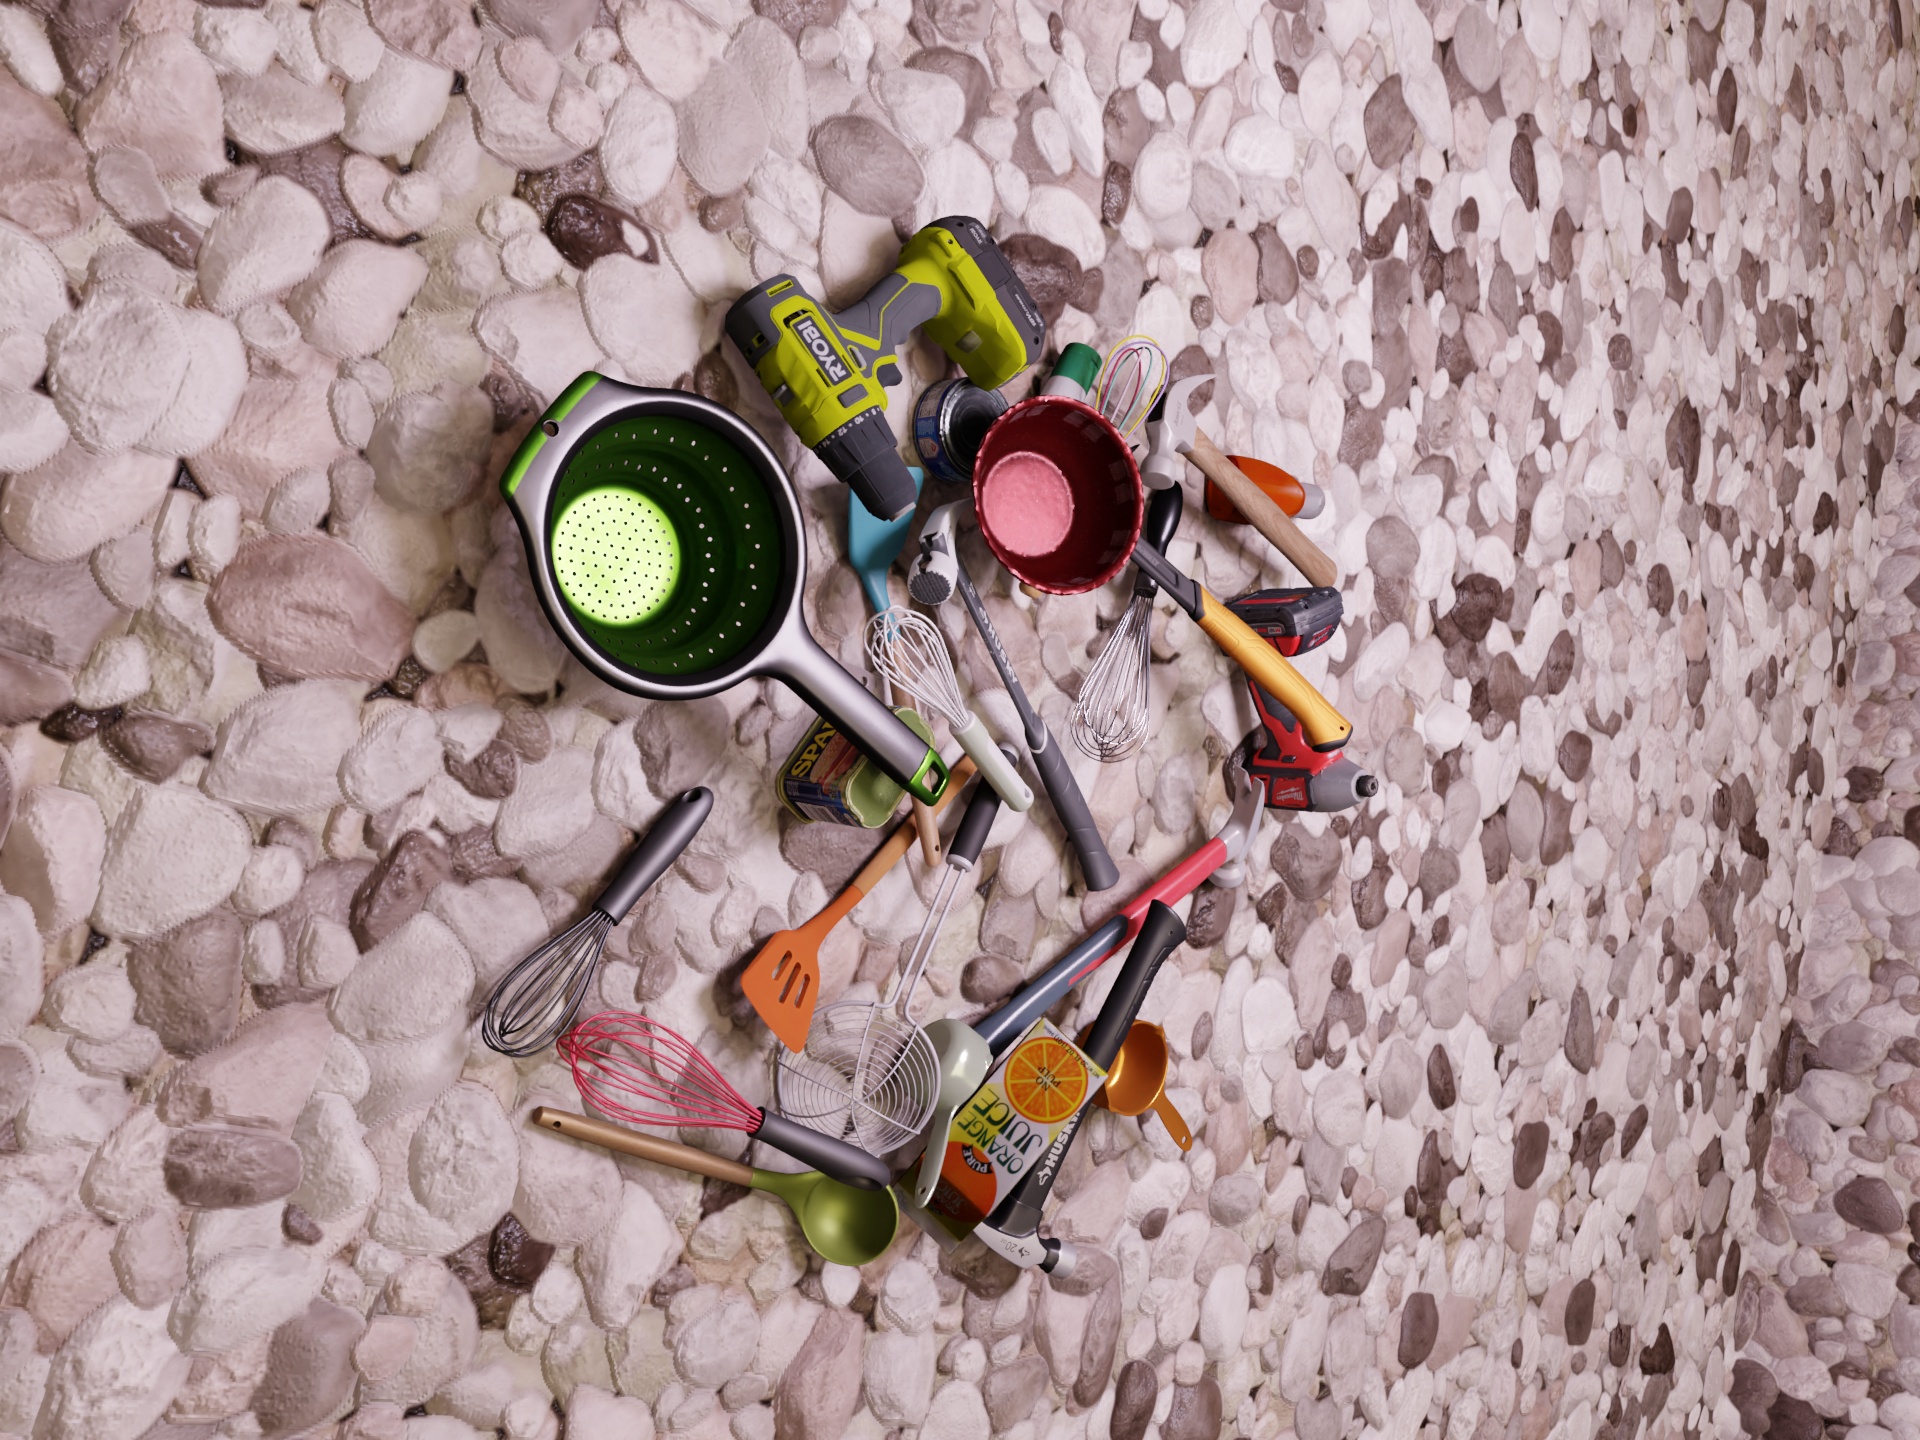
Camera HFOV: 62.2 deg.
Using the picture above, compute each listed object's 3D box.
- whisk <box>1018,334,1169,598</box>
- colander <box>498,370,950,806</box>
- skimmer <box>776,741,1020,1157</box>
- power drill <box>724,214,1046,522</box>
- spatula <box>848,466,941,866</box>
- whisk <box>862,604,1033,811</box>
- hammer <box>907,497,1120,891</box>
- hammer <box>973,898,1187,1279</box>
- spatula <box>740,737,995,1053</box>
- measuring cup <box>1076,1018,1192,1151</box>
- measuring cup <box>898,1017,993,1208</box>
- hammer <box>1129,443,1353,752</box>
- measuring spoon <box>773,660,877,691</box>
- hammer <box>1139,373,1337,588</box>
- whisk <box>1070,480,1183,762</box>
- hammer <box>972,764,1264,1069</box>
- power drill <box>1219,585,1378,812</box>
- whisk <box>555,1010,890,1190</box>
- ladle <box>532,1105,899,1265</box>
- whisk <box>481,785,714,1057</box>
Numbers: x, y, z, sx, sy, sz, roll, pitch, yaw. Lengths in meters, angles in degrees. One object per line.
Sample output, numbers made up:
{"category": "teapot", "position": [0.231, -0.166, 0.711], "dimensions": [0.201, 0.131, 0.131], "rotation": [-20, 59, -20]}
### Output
{"category": "whisk", "position": [0.107, -0.218, 1.356], "dimensions": [0.047, 0.051, 0.245], "rotation": [28, 87, -44]}
{"category": "colander", "position": [-0.160, -0.065, 1.110], "dimensions": [0.396, 0.094, 0.204], "rotation": [44, 64, -29]}
{"category": "skimmer", "position": [-0.032, 0.177, 1.298], "dimensions": [0.127, 0.090, 0.363], "rotation": [27, 58, -5]}
{"category": "power drill", "position": [-0.043, -0.270, 1.202], "dimensions": [0.228, 0.080, 0.190], "rotation": [-38, 96, -34]}
{"category": "spatula", "position": [-0.043, -0.039, 1.259], "dimensions": [0.082, 0.044, 0.317], "rotation": [-17, 98, -48]}
{"category": "whisk", "position": [-0.002, -0.004, 1.258], "dimensions": [0.246, 0.059, 0.058], "rotation": [53, 26, -40]}
{"category": "hammer", "position": [0.056, -0.006, 1.347], "dimensions": [0.149, 0.036, 0.408], "rotation": [-79, 149, -50]}
{"category": "hammer", "position": [0.105, 0.310, 1.385], "dimensions": [0.146, 0.035, 0.335], "rotation": [31, 82, -24]}
{"category": "spatula", "position": [-0.062, 0.121, 1.268], "dimensions": [0.323, 0.041, 0.081], "rotation": [-48, 118, -30]}
{"category": "measuring cup", "position": [0.164, 0.345, 1.486], "dimensions": [0.095, 0.052, 0.173], "rotation": [-52, 126, -27]}
{"category": "measuring cup", "position": [-0.025, 0.307, 1.264], "dimensions": [0.038, 0.083, 0.168], "rotation": [48, 34, -24]}
{"category": "hammer", "position": [0.232, -0.097, 1.435], "dimensions": [0.336, 0.034, 0.127], "rotation": [42, 63, -9]}
{"category": "measuring spoon", "position": [-0.111, -0.039, 1.232], "dimensions": [0.124, 0.018, 0.034], "rotation": [16, 83, -49]}
{"category": "hammer", "position": [0.268, -0.208, 1.478], "dimensions": [0.331, 0.031, 0.130], "rotation": [32, 62, -45]}
{"category": "whisk", "position": [0.163, -0.094, 1.449], "dimensions": [0.070, 0.070, 0.285], "rotation": [31, 68, -39]}
{"category": "hammer", "position": [0.141, 0.183, 1.431], "dimensions": [0.386, 0.038, 0.143], "rotation": [-33, 144, -32]}
{"category": "power drill", "position": [0.329, -0.015, 1.549], "dimensions": [0.078, 0.143, 0.219], "rotation": [-24, 107, -36]}
{"category": "whisk", "position": [-0.163, 0.283, 1.149], "dimensions": [0.295, 0.073, 0.073], "rotation": [34, 71, -30]}
{"category": "ladle", "position": [-0.173, 0.337, 1.175], "dimensions": [0.319, 0.062, 0.078], "rotation": [30, 91, -37]}
{"category": "whisk", "position": [-0.244, 0.134, 1.101], "dimensions": [0.239, 0.055, 0.055], "rotation": [-54, 126, -30]}
